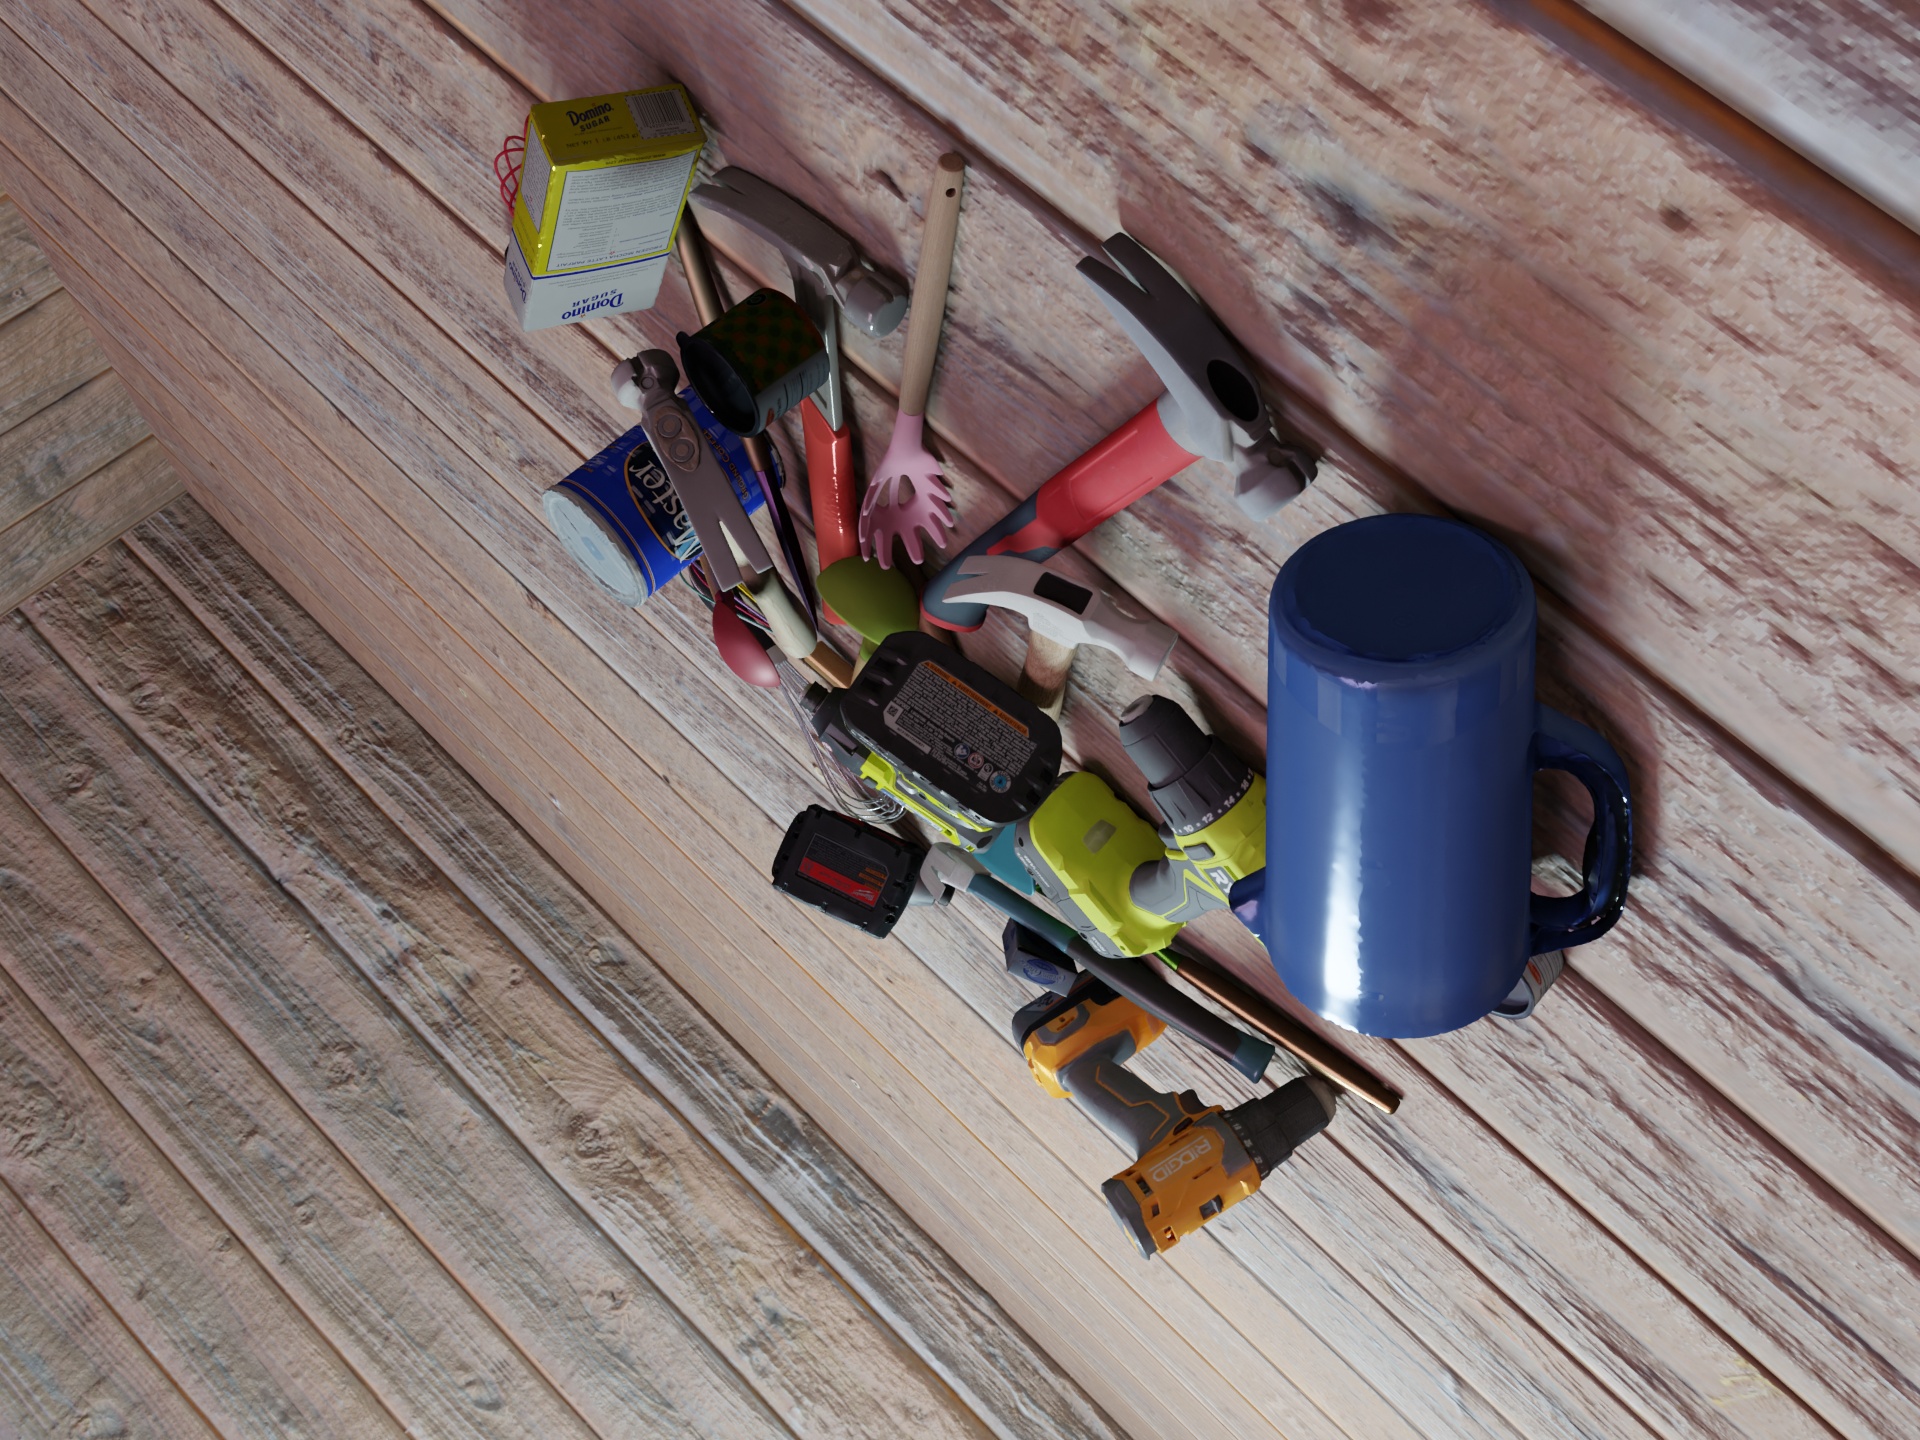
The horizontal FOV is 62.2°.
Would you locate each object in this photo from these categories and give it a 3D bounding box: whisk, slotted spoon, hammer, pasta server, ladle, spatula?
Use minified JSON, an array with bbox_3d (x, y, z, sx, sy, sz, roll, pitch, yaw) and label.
[{"bbox_3d":[-0.140,-0.028,1.364,0.284,0.070,0.070,51,158,5],"label":"whisk"},{"bbox_3d":[-0.138,-0.071,1.297,0.245,0.051,0.047,41,152,7],"label":"whisk"},{"bbox_3d":[0.185,0.195,1.176,0.314,0.031,0.070,32,171,27],"label":"slotted spoon"},{"bbox_3d":[0.048,-0.018,1.005,0.130,0.031,0.331,29,163,7],"label":"hammer"},{"bbox_3d":[-0.022,-0.188,0.893,0.316,0.060,0.040,106,150,-62],"label":"pasta server"},{"bbox_3d":[-0.288,-0.345,1.089,0.073,0.073,0.296,52,164,-13],"label":"whisk"},{"bbox_3d":[-0.177,-0.102,1.176,0.069,0.031,0.316,63,178,-31],"label":"ladle"},{"bbox_3d":[0.101,0.180,1.231,0.331,0.033,0.128,30,-173,31],"label":"hammer"},{"bbox_3d":[-0.078,-0.032,1.174,0.078,0.062,0.320,42,158,9],"label":"ladle"},{"bbox_3d":[-0.002,-0.004,1.159,0.082,0.044,0.317,31,153,47],"label":"spatula"},{"bbox_3d":[-0.138,-0.100,1.073,0.146,0.038,0.410,62,178,13],"label":"hammer"},{"bbox_3d":[-0.142,-0.196,1.081,0.060,0.018,0.315,-107,1,-53],"label":"spatula"},{"bbox_3d":[0.043,-0.125,0.878,0.143,0.038,0.386,51,158,-6],"label":"hammer"},{"bbox_3d":[-0.093,-0.182,1.032,0.149,0.037,0.358,39,156,20],"label":"hammer"}]

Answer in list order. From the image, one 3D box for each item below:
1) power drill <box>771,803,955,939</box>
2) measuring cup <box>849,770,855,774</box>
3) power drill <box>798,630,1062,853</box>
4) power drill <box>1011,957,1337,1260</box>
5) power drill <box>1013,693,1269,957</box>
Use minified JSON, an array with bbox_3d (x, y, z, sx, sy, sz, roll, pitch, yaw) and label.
[{"bbox_3d":[-0.080,0.131,1.402,0.143,0.078,0.219,25,180,6],"label":"power drill"},{"bbox_3d":[-0.031,0.044,1.241,0.083,0.038,0.168,21,180,-20],"label":"measuring cup"},{"bbox_3d":[-0.027,0.016,1.051,0.171,0.080,0.223,35,167,-4],"label":"power drill"},{"bbox_3d":[0.161,0.279,1.224,0.226,0.185,0.084,51,168,50],"label":"power drill"},{"bbox_3d":[0.129,0.076,1.014,0.190,0.080,0.228,50,155,-9],"label":"power drill"}]
